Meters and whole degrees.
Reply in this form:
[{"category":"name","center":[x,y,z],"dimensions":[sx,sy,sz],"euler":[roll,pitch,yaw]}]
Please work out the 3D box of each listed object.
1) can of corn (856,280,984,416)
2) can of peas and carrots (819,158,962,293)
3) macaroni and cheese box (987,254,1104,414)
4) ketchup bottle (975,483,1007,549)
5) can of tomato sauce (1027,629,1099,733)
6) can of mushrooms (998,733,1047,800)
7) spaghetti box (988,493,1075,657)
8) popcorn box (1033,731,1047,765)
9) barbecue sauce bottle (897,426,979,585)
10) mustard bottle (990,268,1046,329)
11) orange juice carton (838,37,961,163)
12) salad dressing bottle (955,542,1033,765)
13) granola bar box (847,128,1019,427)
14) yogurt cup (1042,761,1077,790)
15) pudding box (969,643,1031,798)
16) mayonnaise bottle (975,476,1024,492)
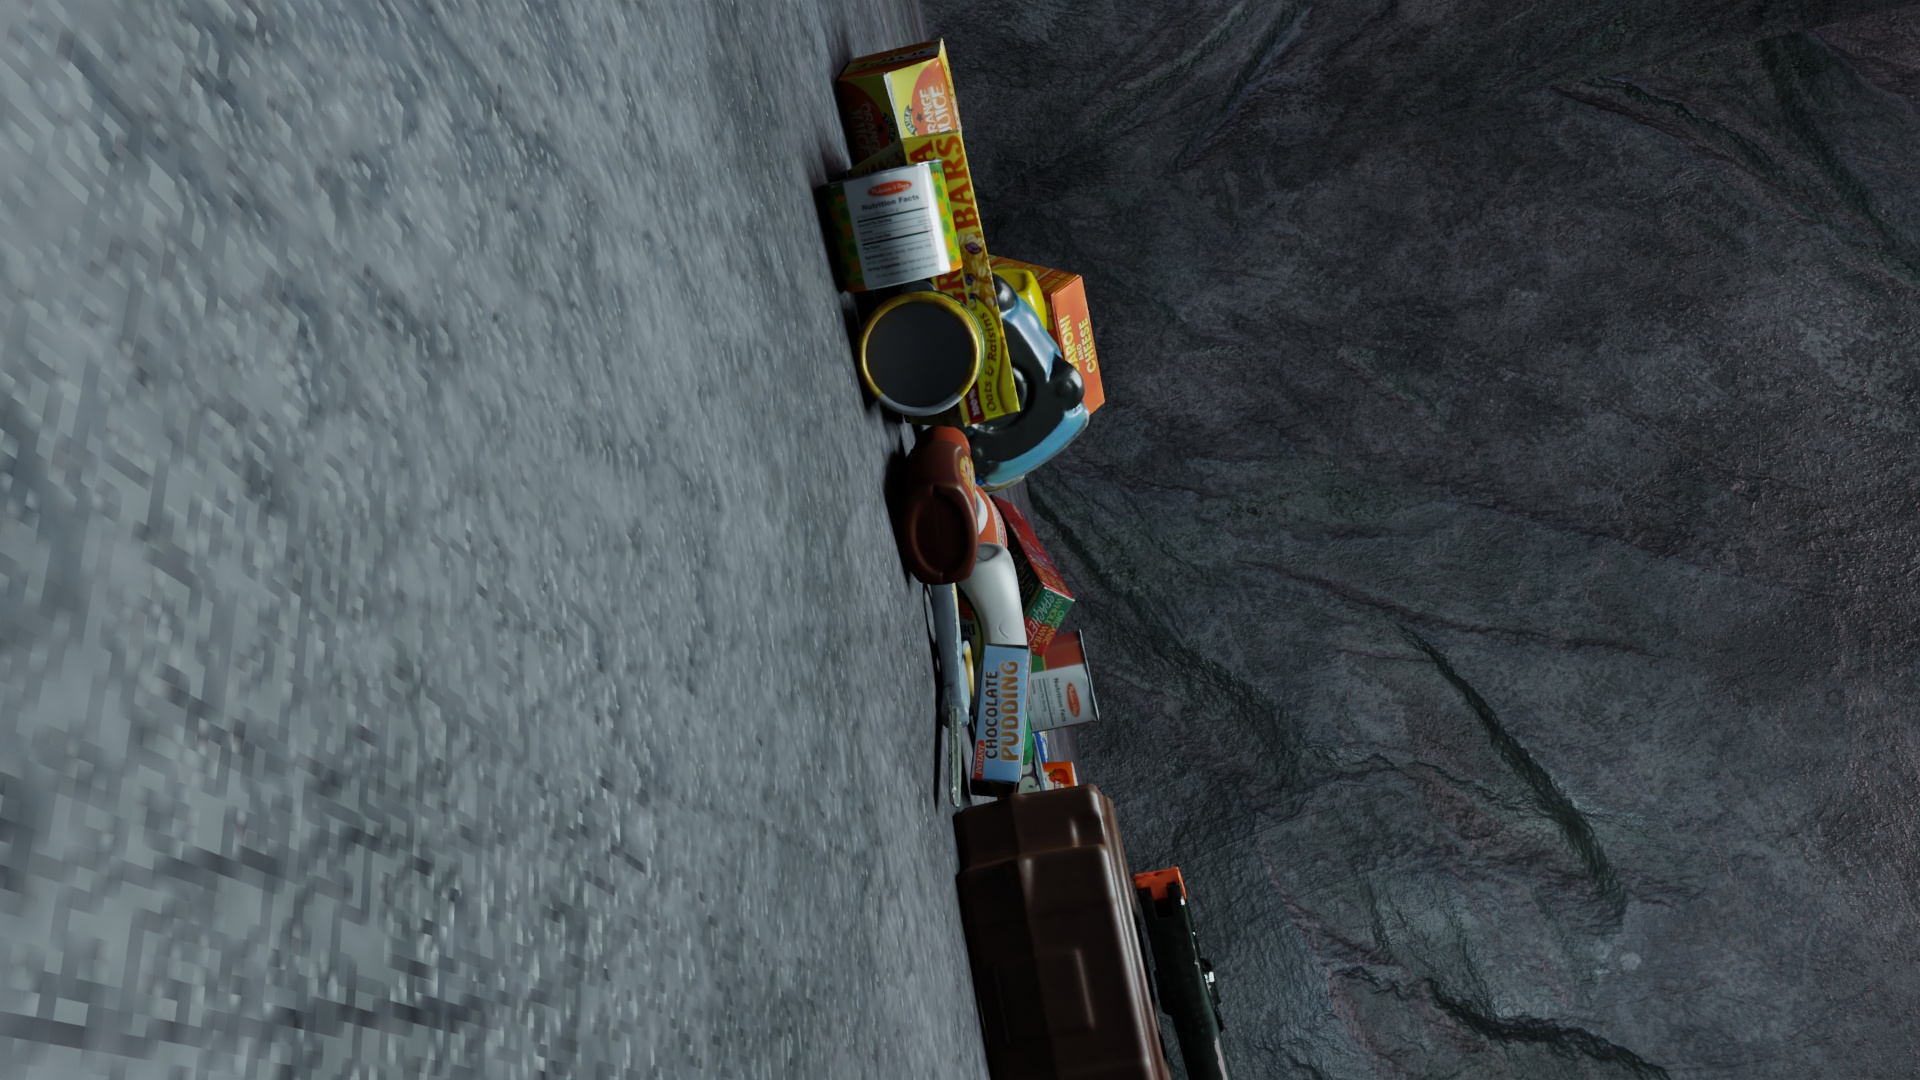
[{"category":"can of corn","center":[-0.021,-0.105,0.754],"dimensions":[0.058,0.071,0.071],"euler":[-76,153,-79]},{"category":"can of peas and carrots","center":[-0.036,-0.168,0.742],"dimensions":[0.071,0.071,0.058],"euler":[-83,161,-76]},{"category":"macaroni and cheese box","center":[0.036,-0.175,1.166],"dimensions":[0.166,0.040,0.123],"euler":[22,-39,40]},{"category":"ketchup bottle","center":[0.003,-0.012,0.956],"dimensions":[0.148,0.043,0.065],"euler":[43,30,-81]},{"category":"can of tomato sauce","center":[0.052,0.104,0.992],"dimensions":[0.071,0.083,0.071],"euler":[-16,94,-86]},{"category":"can of mushrooms","center":[0.045,0.179,1.028],"dimensions":[0.071,0.033,0.071],"euler":[-17,95,-86]},{"category":"spaghetti box","center":[0.040,0.021,1.053],"dimensions":[0.050,0.028,0.251],"euler":[-61,-166,11]},{"category":"popcorn box","center":[0.038,0.107,1.097],"dimensions":[0.085,0.038,0.126],"euler":[-75,153,-77]},{"category":"barbecue sauce bottle","center":[-0.012,-0.030,0.811],"dimensions":[0.149,0.044,0.064],"euler":[-91,175,-69]},{"category":"mustard bottle","center":[0.037,-0.139,1.099],"dimensions":[0.159,0.065,0.049],"euler":[84,7,-47]},{"category":"orange juice carton","center":[-0.041,-0.308,0.993],"dimensions":[0.193,0.073,0.071],"euler":[-90,168,-66]},{"category":"salad dressing bottle","center":[0.020,0.077,0.902],"dimensions":[0.064,0.044,0.147],"euler":[25,-51,60]},{"category":"granola bar box","center":[-0.018,-0.154,0.841],"dimensions":[0.124,0.039,0.165],"euler":[-164,-120,-71]},{"category":"yogurt cup","center":[0.067,0.206,1.098],"dimensions":[0.072,0.054,0.072],"euler":[-16,95,-86]},{"category":"pudding box","center":[0.024,0.108,0.828],"dimensions":[0.049,0.030,0.084],"euler":[87,9,-69]},{"category":"mayonnaise bottle","center":[0.013,-0.058,1.093],"dimensions":[0.148,0.065,0.041],"euler":[-15,96,-81]}]
